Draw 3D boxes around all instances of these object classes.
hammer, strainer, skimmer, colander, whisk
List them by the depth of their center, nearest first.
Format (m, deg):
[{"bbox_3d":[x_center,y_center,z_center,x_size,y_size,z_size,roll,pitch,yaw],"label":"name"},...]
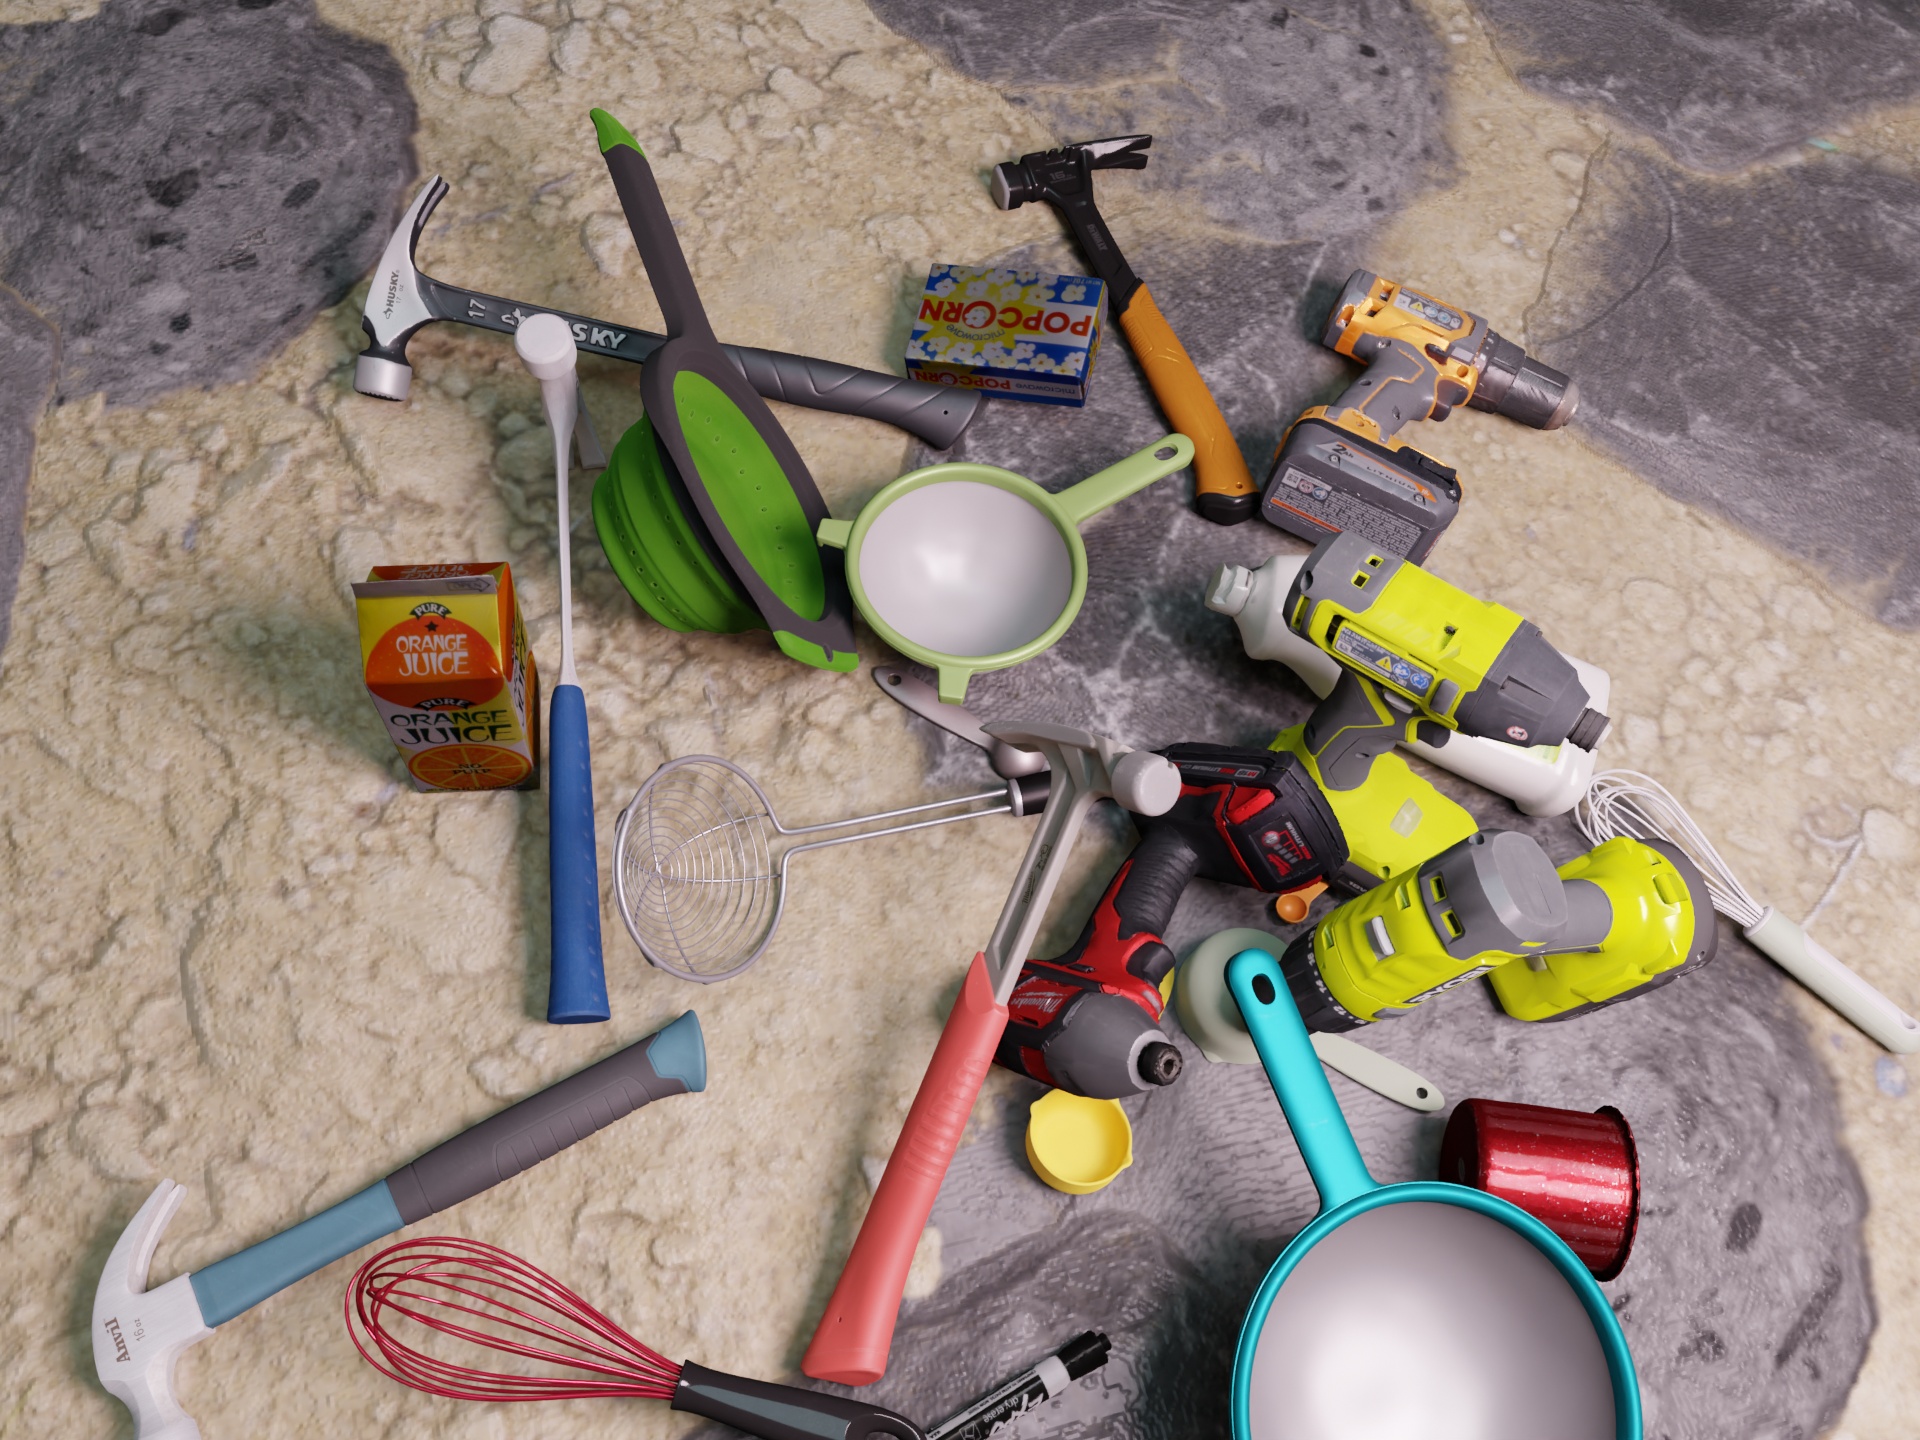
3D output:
[{"bbox_3d":[-0.156,0.319,0.779,0.296,0.073,0.073,18,63,-3],"label":"whisk"},{"bbox_3d":[0.199,0.283,0.811,0.211,0.095,0.340,-18,78,-15],"label":"strainer"},{"bbox_3d":[-0.281,0.246,0.832,0.331,0.033,0.128,-25,70,-17],"label":"hammer"},{"bbox_3d":[-0.003,0.171,0.842,0.036,0.149,0.359,28,81,-34],"label":"hammer"},{"bbox_3d":[-0.019,0.059,0.921,0.363,0.090,0.127,-11,92,-13],"label":"skimmer"},{"bbox_3d":[-0.230,-0.026,0.940,0.035,0.144,0.406,-4,73,-6],"label":"hammer"},{"bbox_3d":[0.481,0.117,0.971,0.246,0.059,0.058,40,39,9],"label":"whisk"},{"bbox_3d":[-0.186,-0.194,0.987,0.094,0.204,0.397,-25,77,16],"label":"colander"},{"bbox_3d":[0.044,-0.109,1.023,0.256,0.069,0.152,-31,69,-20],"label":"strainer"},{"bbox_3d":[-0.188,-0.249,1.064,0.409,0.036,0.149,11,94,-5],"label":"hammer"},{"bbox_3d":[0.139,-0.284,1.139,0.127,0.034,0.337,-17,67,-13],"label":"hammer"}]

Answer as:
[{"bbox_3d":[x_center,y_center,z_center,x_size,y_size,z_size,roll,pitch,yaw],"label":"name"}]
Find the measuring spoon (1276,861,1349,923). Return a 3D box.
[{"bbox_3d":[0.232,0.086,0.980,0.021,0.011,0.117,38,62,21],"label":"measuring spoon"}]

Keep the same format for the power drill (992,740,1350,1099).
[{"bbox_3d":[0.112,0.114,0.881,0.220,0.143,0.078,-47,118,-24],"label":"power drill"}]

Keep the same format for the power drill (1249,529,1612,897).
[{"bbox_3d":[0.249,0.012,0.887,0.171,0.223,0.080,33,61,18],"label":"power drill"}]

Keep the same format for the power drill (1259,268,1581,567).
[{"bbox_3d":[0.318,-0.201,1.088,0.185,0.084,0.226,26,55,5],"label":"power drill"}]

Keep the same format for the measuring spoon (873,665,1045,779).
[{"bbox_3d":[-0.002,-0.003,0.993,0.124,0.018,0.034,31,65,10],"label":"measuring spoon"}]

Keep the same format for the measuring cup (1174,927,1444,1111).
[{"bbox_3d":[0.204,0.177,0.913,0.167,0.038,0.083,27,64,10],"label":"measuring cup"}]

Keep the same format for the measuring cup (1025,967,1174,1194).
[{"bbox_3d":[0.086,0.199,0.904,0.062,0.029,0.157,28,52,8],"label":"measuring cup"}]

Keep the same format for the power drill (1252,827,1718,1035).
[{"bbox_3d":[0.281,0.123,0.865,0.228,0.190,0.080,4,59,-37],"label":"power drill"}]
